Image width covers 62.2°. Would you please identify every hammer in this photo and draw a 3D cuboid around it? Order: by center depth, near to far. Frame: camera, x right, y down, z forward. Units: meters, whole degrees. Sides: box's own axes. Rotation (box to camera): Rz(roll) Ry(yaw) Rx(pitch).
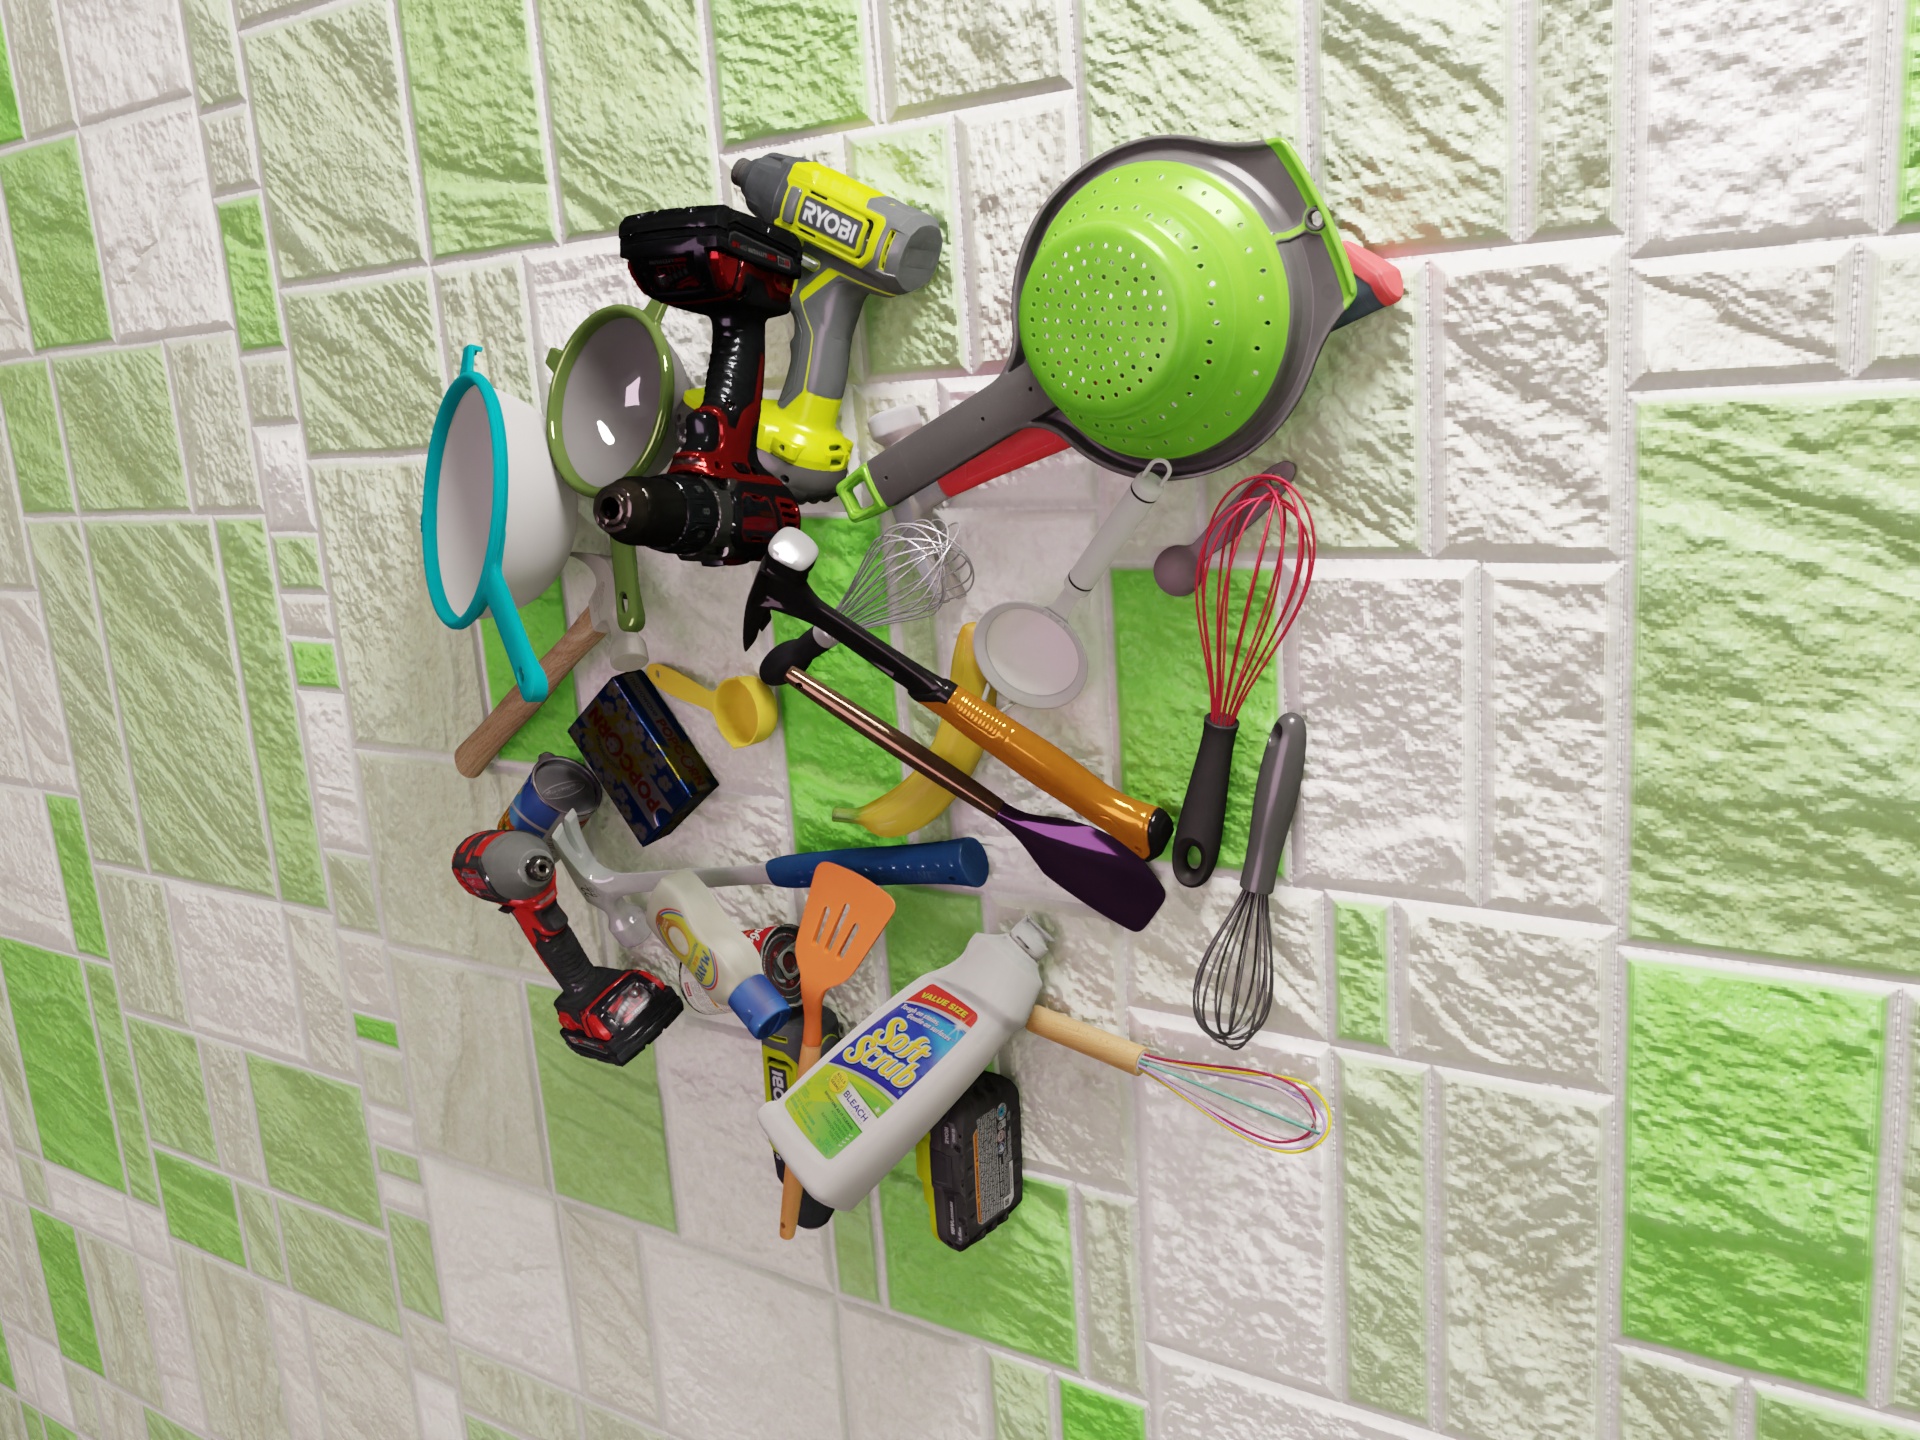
[{"bbox_3d":[0.107,-0.195,1.033,0.386,0.038,0.143,-17,94,37],"label":"hammer"},{"bbox_3d":[-0.002,-0.004,1.101,0.337,0.034,0.127,34,149,1],"label":"hammer"},{"bbox_3d":[-0.162,0.121,1.287,0.405,0.035,0.144,-7,128,32],"label":"hammer"},{"bbox_3d":[-0.368,-0.037,1.396,0.331,0.031,0.130,-37,58,42],"label":"hammer"}]

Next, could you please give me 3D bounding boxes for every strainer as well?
[{"bbox_3d":[0.077,-0.086,1.052,0.087,0.050,0.258,37,139,2],"label":"strainer"},{"bbox_3d":[-0.248,-0.193,1.240,0.151,0.069,0.256,-13,80,39],"label":"strainer"},{"bbox_3d":[-0.350,-0.135,1.288,0.341,0.095,0.211,59,135,37],"label":"strainer"}]

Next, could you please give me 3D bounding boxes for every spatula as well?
[{"bbox_3d":[0.008,0.049,1.139,0.316,0.018,0.059,32,119,6],"label":"spatula"},{"bbox_3d":[-0.112,0.269,1.240,0.081,0.041,0.322,24,116,33],"label":"spatula"}]

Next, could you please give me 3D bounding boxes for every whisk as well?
[{"bbox_3d":[0.173,-0.017,1.027,0.073,0.073,0.295,23,121,28],"label":"whisk"},{"bbox_3d":[0.196,0.108,1.054,0.055,0.055,0.239,18,108,30],"label":"whisk"},{"bbox_3d":[0.150,0.247,1.130,0.245,0.051,0.047,16,90,35],"label":"whisk"},{"bbox_3d":[-0.079,-0.075,1.161,0.284,0.070,0.070,-29,85,53],"label":"whisk"}]

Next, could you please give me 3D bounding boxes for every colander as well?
[{"bbox_3d":[0.043,-0.211,0.988,0.397,0.094,0.204,-25,91,37],"label":"colander"}]

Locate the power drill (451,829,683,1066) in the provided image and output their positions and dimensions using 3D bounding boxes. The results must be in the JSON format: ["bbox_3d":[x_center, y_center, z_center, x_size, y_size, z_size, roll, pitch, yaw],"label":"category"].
[{"bbox_3d":[-0.341,0.188,1.370,0.143,0.078,0.219,-5,121,53],"label":"power drill"}]

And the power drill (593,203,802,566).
[{"bbox_3d":[-0.173,-0.214,1.041,0.080,0.188,0.226,2,95,25],"label":"power drill"}]

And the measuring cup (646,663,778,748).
[{"bbox_3d":[-0.205,-0.023,1.313,0.157,0.029,0.062,23,115,41],"label":"measuring cup"}]

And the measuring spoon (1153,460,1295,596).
[{"bbox_3d":[0.168,-0.124,1.022,0.124,0.018,0.034,-44,77,34],"label":"measuring spoon"}]

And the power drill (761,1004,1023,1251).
[{"bbox_3d":[-0.065,0.341,1.279,0.229,0.080,0.190,7,105,37],"label":"power drill"}]

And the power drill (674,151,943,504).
[{"bbox_3d":[-0.121,-0.285,1.147,0.171,0.080,0.223,32,115,23],"label":"power drill"}]
